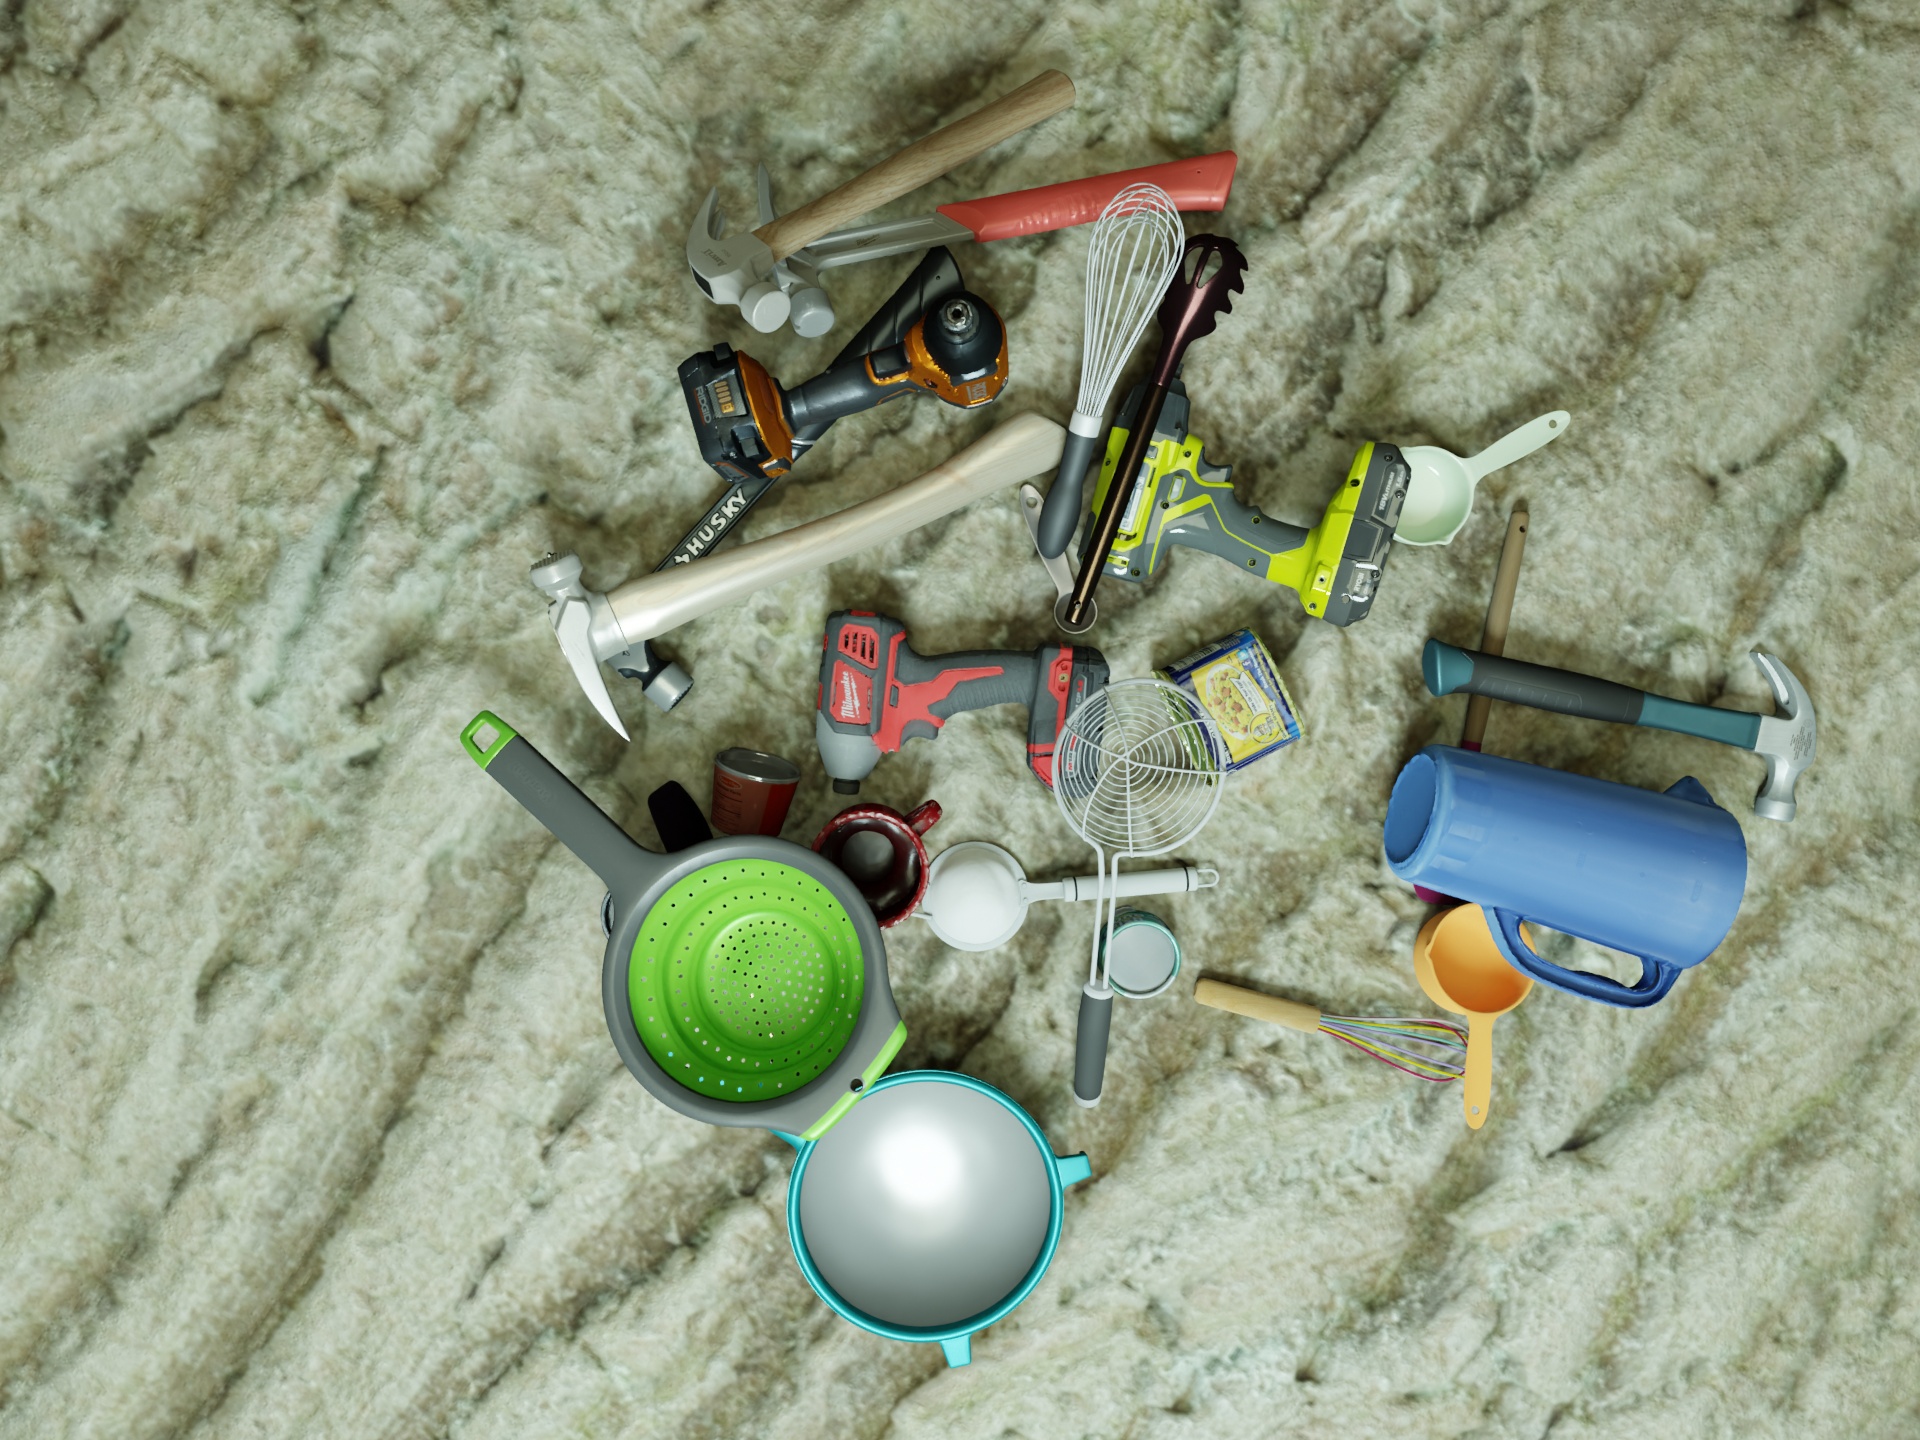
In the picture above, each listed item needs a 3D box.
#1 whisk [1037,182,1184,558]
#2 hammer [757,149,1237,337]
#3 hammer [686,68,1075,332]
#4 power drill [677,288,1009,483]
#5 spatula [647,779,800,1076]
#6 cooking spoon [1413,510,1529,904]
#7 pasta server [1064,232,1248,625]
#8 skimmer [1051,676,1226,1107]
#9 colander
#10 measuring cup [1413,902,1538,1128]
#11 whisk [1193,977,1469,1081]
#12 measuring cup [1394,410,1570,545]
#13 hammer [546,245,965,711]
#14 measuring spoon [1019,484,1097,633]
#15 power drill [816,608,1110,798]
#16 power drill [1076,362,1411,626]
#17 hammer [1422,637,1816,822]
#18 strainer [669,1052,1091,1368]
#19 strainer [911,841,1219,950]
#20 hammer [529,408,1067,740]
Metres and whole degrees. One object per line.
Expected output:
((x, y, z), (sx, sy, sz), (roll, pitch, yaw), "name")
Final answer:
((0.100, -0.251, 1.171), (0.070, 0.070, 0.284), (14, 115, -4), "whisk")
((0.031, -0.385, 1.190), (0.359, 0.036, 0.149), (-13, 66, -7), "hammer")
((-0.052, -0.391, 1.146), (0.331, 0.031, 0.130), (-35, 57, -20), "hammer")
((-0.076, -0.242, 1.119), (0.226, 0.164, 0.084), (-16, 88, 2), "power drill")
((-0.172, 0.193, 1.254), (0.018, 0.060, 0.316), (-16, 102, 27), "spatula")
((0.413, -0.009, 1.267), (0.068, 0.017, 0.319), (10, 96, -9), "cooking spoon")
((0.138, -0.218, 1.172), (0.060, 0.040, 0.316), (20, 87, 15), "pasta server")
((0.122, 0.141, 1.206), (0.127, 0.090, 0.363), (17, 127, 22), "skimmer")
((-0.210, 0.135, 1.173), (0.397, 0.094, 0.204), (41, 86, 9), "colander")
((0.400, 0.231, 1.255), (0.095, 0.052, 0.174), (7, 80, -5), "measuring cup")
((0.308, 0.246, 1.281), (0.245, 0.051, 0.047), (15, 62, 1), "whisk")
((0.395, -0.196, 1.238), (0.167, 0.038, 0.083), (-29, 96, -1), "measuring cup")
((-0.144, -0.204, 1.218), (0.149, 0.036, 0.409), (42, 92, -5), "hammer")
((0.073, -0.126, 1.246), (0.034, 0.018, 0.124), (-21, 89, -5), "measuring spoon")
((-0.002, -0.004, 1.224), (0.219, 0.078, 0.143), (7, 95, 0), "power drill")
((0.215, -0.170, 1.198), (0.223, 0.080, 0.171), (17, 94, 11), "power drill")
((0.519, -0.012, 1.252), (0.331, 0.033, 0.128), (11, 94, -8), "hammer")
((-0.082, 0.333, 1.246), (0.340, 0.095, 0.211), (32, 91, -3), "strainer")
((0.079, 0.133, 1.259), (0.258, 0.050, 0.087), (-4, 82, -5), "strainer")
((-0.103, -0.126, 1.199), (0.410, 0.038, 0.146), (-23, 109, -9), "hammer")
